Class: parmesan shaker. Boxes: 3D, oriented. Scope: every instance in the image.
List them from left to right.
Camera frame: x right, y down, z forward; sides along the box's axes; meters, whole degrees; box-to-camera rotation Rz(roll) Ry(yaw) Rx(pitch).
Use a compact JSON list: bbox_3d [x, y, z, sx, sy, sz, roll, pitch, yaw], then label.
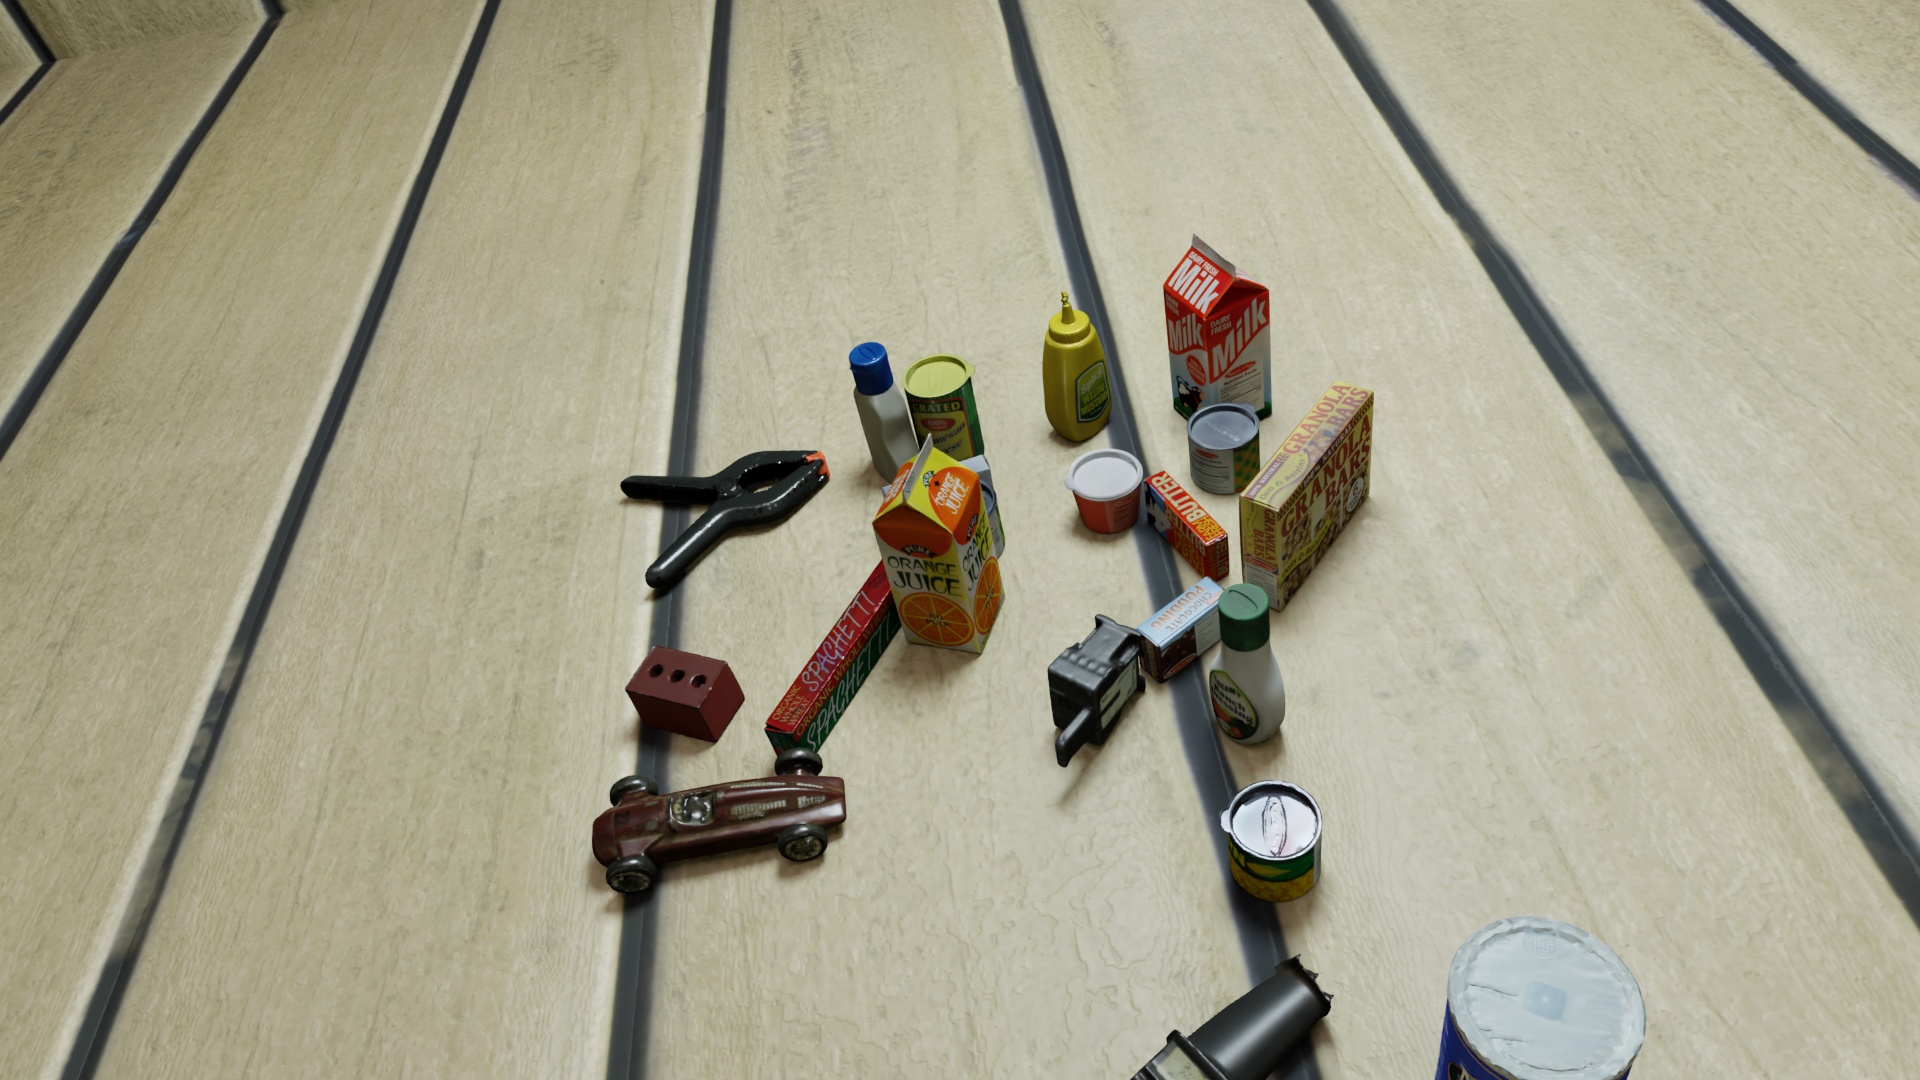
[{"bbox_3d":[-0.013,-0.123,1.360,0.071,0.102,0.072,-7,44,7],"label":"parmesan shaker"}]

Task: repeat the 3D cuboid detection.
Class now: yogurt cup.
[{"bbox_3d":[0.135,-0.043,1.279,0.072,0.053,0.073,-7,44,7],"label":"yogurt cup"}]

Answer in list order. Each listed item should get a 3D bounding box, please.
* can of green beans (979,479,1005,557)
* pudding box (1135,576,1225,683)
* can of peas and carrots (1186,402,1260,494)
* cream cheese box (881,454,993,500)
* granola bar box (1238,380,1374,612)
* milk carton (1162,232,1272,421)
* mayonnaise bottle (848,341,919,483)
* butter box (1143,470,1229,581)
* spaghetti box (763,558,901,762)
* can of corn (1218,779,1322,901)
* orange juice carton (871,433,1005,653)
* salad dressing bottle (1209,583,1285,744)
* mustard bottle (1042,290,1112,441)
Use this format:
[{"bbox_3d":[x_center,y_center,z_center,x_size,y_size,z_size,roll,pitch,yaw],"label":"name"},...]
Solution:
[{"bbox_3d":[0.005,-0.015,1.278,0.071,0.057,0.071,-7,44,7],"label":"can of green beans"},{"bbox_3d":[0.186,0.074,1.150,0.084,0.049,0.030,-34,47,-21],"label":"pudding box"},{"bbox_3d":[0.247,-0.087,1.293,0.071,0.058,0.071,-7,44,7],"label":"can of peas and carrots"},{"bbox_3d":[-0.019,-0.040,1.313,0.104,0.053,0.024,-19,44,-6],"label":"cream cheese box"},{"bbox_3d":[0.296,-0.039,1.185,0.039,0.123,0.166,23,54,32],"label":"granola bar box"},{"bbox_3d":[0.243,-0.194,1.310,0.073,0.189,0.072,-26,45,-13],"label":"milk carton"},{"bbox_3d":[-0.074,-0.123,1.342,0.041,0.147,0.065,-32,47,-18],"label":"mayonnaise bottle"},{"bbox_3d":[0.201,-0.012,1.232,0.024,0.052,0.104,-25,45,-12],"label":"butter box"},{"bbox_3d":[-0.088,0.086,1.203,0.029,0.050,0.251,13,50,25],"label":"spaghetti box"},{"bbox_3d":[0.221,0.215,0.991,0.071,0.058,0.071,-7,44,7],"label":"can of corn"},{"bbox_3d":[-0.019,0.003,1.168,0.073,0.191,0.072,7,47,20],"label":"orange juice carton"},{"bbox_3d":[0.216,0.094,1.051,0.044,0.147,0.064,-32,47,-19],"label":"salad dressing bottle"},{"bbox_3d":[0.109,-0.171,1.339,0.065,0.159,0.049,-39,49,-24],"label":"mustard bottle"}]
